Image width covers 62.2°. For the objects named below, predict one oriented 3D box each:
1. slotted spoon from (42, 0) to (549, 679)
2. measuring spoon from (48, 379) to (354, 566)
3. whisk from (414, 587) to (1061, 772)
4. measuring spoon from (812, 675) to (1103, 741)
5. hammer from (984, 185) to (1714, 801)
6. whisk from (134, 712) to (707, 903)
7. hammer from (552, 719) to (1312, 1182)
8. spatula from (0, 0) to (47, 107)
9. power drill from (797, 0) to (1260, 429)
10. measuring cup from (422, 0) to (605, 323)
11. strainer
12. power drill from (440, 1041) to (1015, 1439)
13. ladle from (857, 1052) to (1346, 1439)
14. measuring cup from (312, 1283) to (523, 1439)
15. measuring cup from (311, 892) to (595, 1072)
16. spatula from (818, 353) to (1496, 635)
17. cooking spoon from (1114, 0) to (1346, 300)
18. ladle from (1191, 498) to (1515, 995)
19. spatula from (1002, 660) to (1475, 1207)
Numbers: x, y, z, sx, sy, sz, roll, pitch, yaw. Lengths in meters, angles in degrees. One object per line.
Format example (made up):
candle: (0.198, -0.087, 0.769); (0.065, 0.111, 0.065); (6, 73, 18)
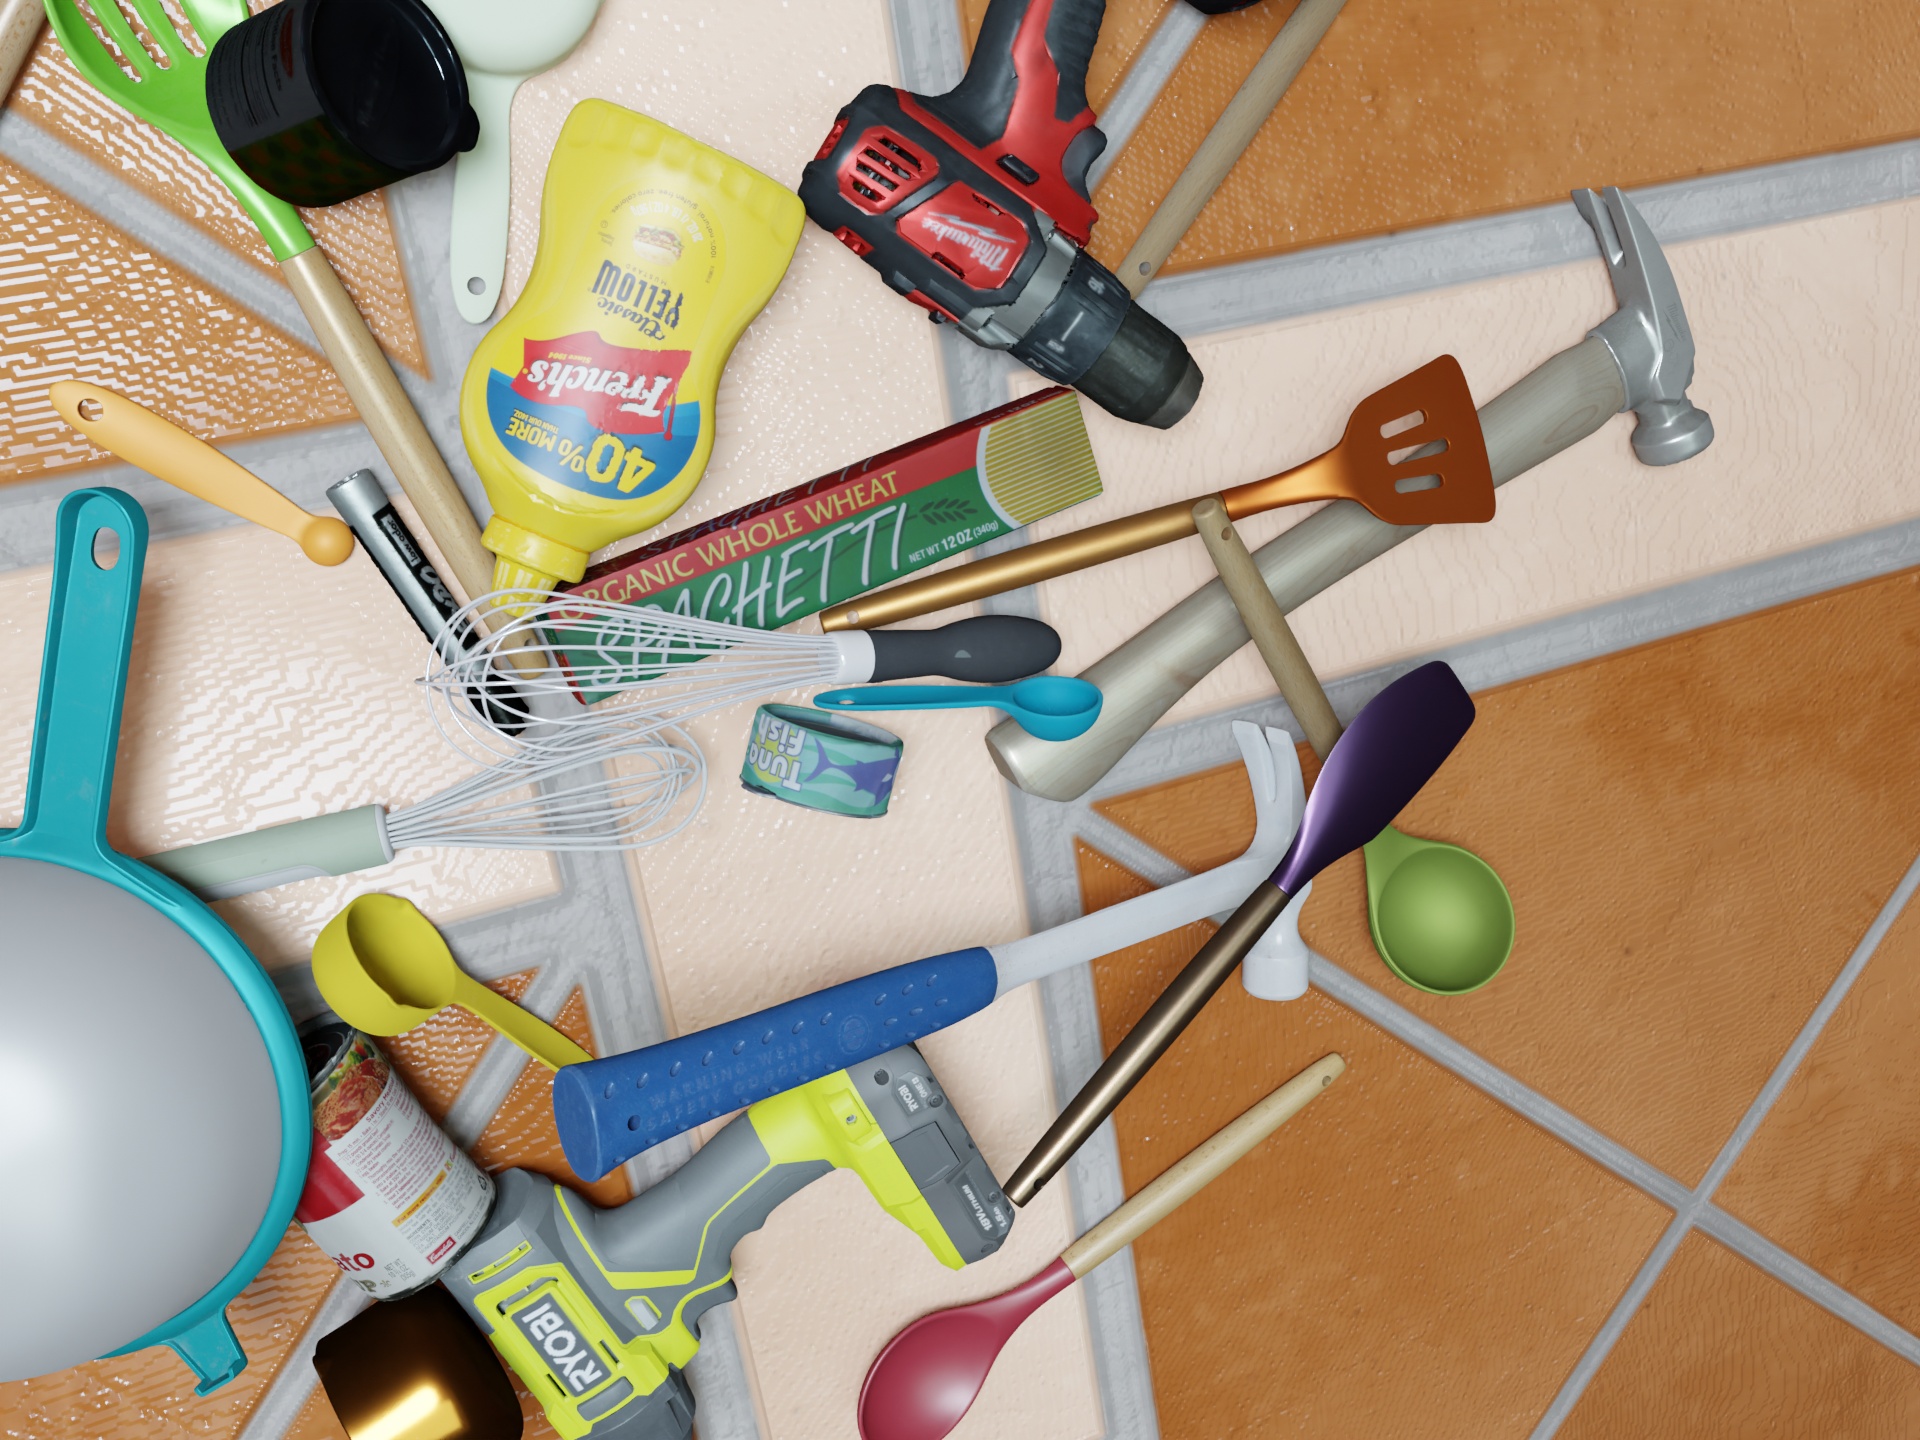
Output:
slotted spoon: (-0.235, -0.148, 0.592); (0.070, 0.031, 0.313); (-44, 121, -36)
measuring spoon: (-0.283, -0.092, 0.597); (0.116, 0.011, 0.021); (32, 91, -25)
whisk: (-0.075, -0.024, 0.643); (0.284, 0.070, 0.070); (-5, 106, -34)
measuring spoon: (-0.001, -0.002, 0.706); (0.128, 0.042, 0.021); (0, 116, 3)
hammer: (0.184, -0.098, 0.764); (0.410, 0.038, 0.146); (-33, 112, -10)
whisk: (-0.224, 0.044, 0.640); (0.246, 0.057, 0.059); (-13, 74, -13)
hammer: (0.018, 0.101, 0.685); (0.405, 0.035, 0.144); (-13, 107, -39)
spatula: (-0.367, -0.146, 0.533); (0.082, 0.044, 0.317); (28, 92, -22)
power drill: (0.065, -0.249, 0.649); (0.187, 0.080, 0.226); (32, 94, -18)
measuring cup: (-0.173, -0.232, 0.587); (0.083, 0.038, 0.167); (3, 101, -22)
strainer: (-0.332, 0.090, 0.541); (0.211, 0.095, 0.340); (14, 102, -1)
power drill: (-0.097, 0.238, 0.725); (0.223, 0.080, 0.171); (-31, 112, -7)
ladle: (0.077, 0.268, 0.825); (0.315, 0.031, 0.069); (-34, 116, -12)
measuring cup: (-0.199, 0.290, 0.627); (0.052, 0.174, 0.095); (-34, 121, -18)
measuring cup: (-0.207, 0.129, 0.672); (0.029, 0.062, 0.156); (-35, 127, 12)
spatula: (0.093, -0.088, 0.716); (0.322, 0.041, 0.081); (-17, 94, -4)
cooking spoon: (0.162, -0.319, 0.706); (0.068, 0.017, 0.319); (35, 89, -25)
ladle: (0.188, 0.019, 0.758); (0.078, 0.062, 0.319); (-45, 125, -14)
spatula: (0.127, 0.095, 0.722); (0.316, 0.018, 0.059); (-48, 120, -8)
